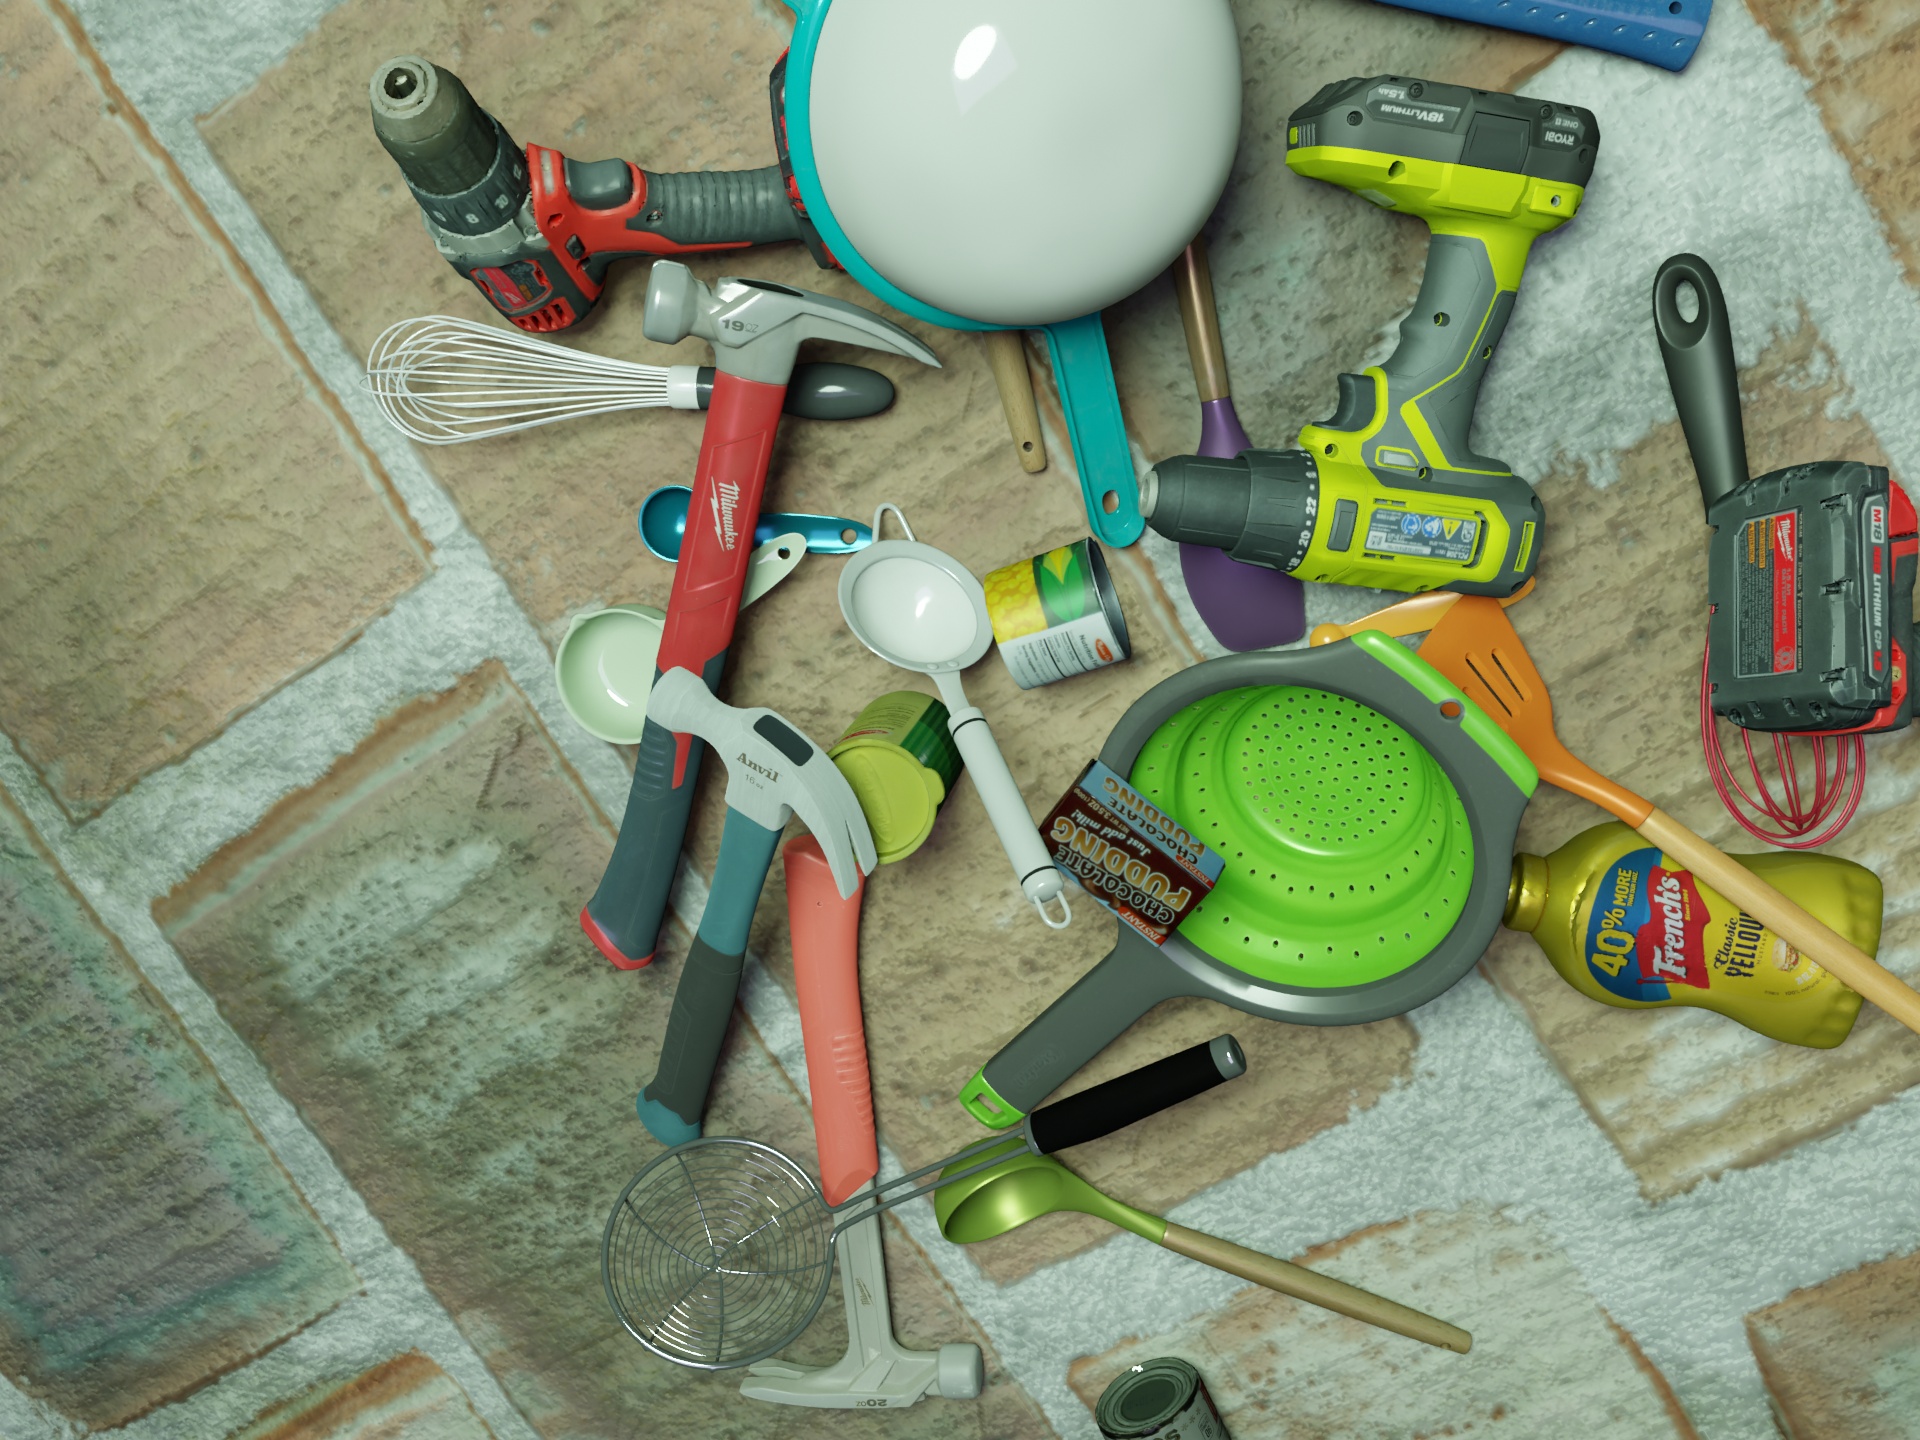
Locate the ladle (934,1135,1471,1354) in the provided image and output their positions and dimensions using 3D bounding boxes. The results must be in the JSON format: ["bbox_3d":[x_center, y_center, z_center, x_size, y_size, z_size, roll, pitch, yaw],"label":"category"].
[{"bbox_3d":[0.139,0.312,0.909,0.320,0.062,0.078,20,130,1],"label":"ladle"}]

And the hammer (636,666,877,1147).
[{"bbox_3d":[-0.131,0.124,0.854,0.128,0.033,0.330,29,130,10],"label":"hammer"}]

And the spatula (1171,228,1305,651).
[{"bbox_3d":[0.122,-0.187,0.803,0.060,0.018,0.315,-10,103,13],"label":"spatula"}]

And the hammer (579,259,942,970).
[{"bbox_3d":[-0.124,-0.033,0.833,0.143,0.038,0.386,10,115,-15],"label":"hammer"}]

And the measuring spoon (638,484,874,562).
[{"bbox_3d":[-0.110,-0.105,0.867,0.128,0.021,0.042,4,105,-1],"label":"measuring spoon"}]

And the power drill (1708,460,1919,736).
[{"bbox_3d":[0.456,-0.054,0.720,0.219,0.078,0.143,3,86,-15],"label":"power drill"}]

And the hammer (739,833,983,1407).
[{"bbox_3d":[-0.077,0.242,0.936,0.149,0.037,0.359,-3,104,10],"label":"hammer"}]

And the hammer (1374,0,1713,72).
[{"bbox_3d":[0.136,-0.353,0.730,0.405,0.035,0.144,12,94,1],"label":"hammer"}]

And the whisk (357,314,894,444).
[{"bbox_3d":[-0.176,-0.177,0.839,0.284,0.070,0.070,2,105,3],"label":"whisk"}]

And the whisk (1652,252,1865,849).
[{"bbox_3d":[0.378,-0.079,0.770,0.073,0.073,0.296,-14,96,12],"label":"whisk"}]

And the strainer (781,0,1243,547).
[{"bbox_3d":[0.055,-0.203,0.702,0.211,0.095,0.340,-25,129,-8],"label":"strainer"}]

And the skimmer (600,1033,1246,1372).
[{"bbox_3d":[-0.025,0.239,0.845,0.363,0.090,0.127,-28,59,20],"label":"skimmer"}]

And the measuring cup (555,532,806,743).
[{"bbox_3d":[-0.147,-0.053,0.873,0.167,0.038,0.083,-35,96,14],"label":"measuring cup"}]

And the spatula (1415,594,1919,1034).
[{"bbox_3d":[0.358,0.059,0.773,0.323,0.041,0.081,38,64,13],"label":"spatula"}]

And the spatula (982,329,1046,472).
[{"bbox_3d":[0.002,-0.281,0.798,0.082,0.044,0.317,-12,107,11],"label":"spatula"}]

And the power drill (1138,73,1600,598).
[{"bbox_3d":[0.192,-0.175,0.748,0.190,0.080,0.228,6,106,-8],"label":"power drill"}]

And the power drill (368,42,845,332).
[{"bbox_3d":[-0.142,-0.256,0.736,0.226,0.187,0.080,-10,78,3],"label":"power drill"}]

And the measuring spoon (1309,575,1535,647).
[{"bbox_3d":[0.238,-0.055,0.820,0.117,0.011,0.021,-17,101,13],"label":"measuring spoon"}]

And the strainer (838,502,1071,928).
[{"bbox_3d":[-0.001,-0.003,0.801,0.087,0.259,0.050,-6,143,-27],"label":"strainer"}]

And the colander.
[{"bbox_3d":[0.130,0.094,0.847,0.204,0.094,0.397,42,125,1],"label":"colander"}]
